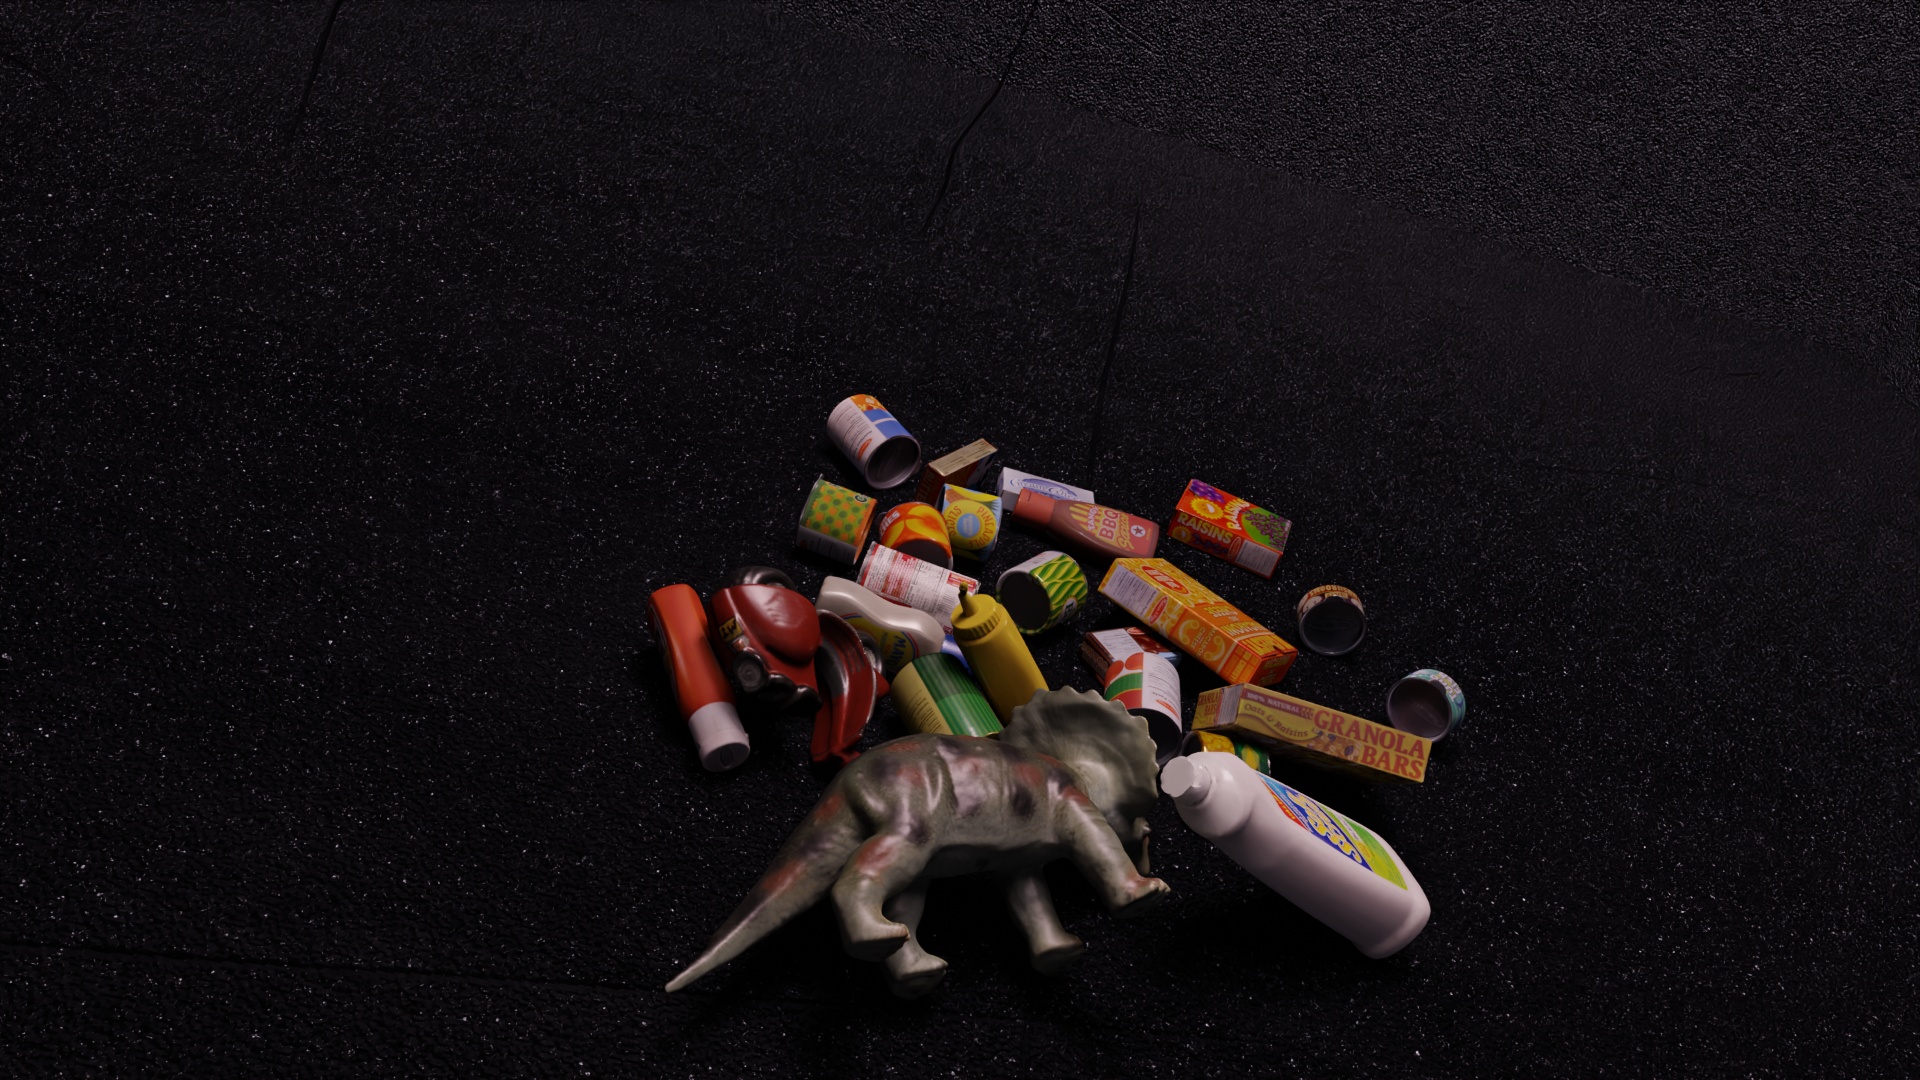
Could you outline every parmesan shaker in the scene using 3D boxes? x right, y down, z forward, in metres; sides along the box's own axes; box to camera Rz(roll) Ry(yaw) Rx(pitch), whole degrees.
[{"bbox_3d":[-0.005,0.142,1.084,0.071,0.071,0.103,0,36,-30],"label":"parmesan shaker"}]

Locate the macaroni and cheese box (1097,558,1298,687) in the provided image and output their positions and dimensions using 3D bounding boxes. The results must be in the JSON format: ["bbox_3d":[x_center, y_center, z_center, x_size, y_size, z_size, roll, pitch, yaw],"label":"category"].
[{"bbox_3d":[0.227,0.076,1.315,0.167,0.040,0.124,35,16,25],"label":"macaroni and cheese box"}]

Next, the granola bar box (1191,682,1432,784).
[{"bbox_3d":[0.293,0.166,1.178,0.166,0.039,0.124,17,-12,-4],"label":"granola bar box"}]

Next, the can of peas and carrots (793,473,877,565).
[{"bbox_3d":[-0.114,-0.019,1.279,0.059,0.070,0.071,21,31,0],"label":"can of peas and carrots"}]

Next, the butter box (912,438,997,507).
[{"bbox_3d":[-0.006,-0.066,1.431,0.024,0.052,0.104,35,35,19],"label":"butter box"}]

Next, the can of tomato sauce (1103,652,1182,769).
[{"bbox_3d":[0.152,0.145,1.176,0.071,0.070,0.083,18,30,-3],"label":"can of tomato sauce"}]

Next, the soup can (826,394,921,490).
[{"bbox_3d":[-0.088,-0.101,1.429,0.071,0.071,0.084,-6,39,-36],"label":"soup can"}]

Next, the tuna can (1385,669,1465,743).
[{"bbox_3d":[0.442,0.155,1.314,0.071,0.070,0.033,39,35,29],"label":"tuna can"}]

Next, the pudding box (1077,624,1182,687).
[{"bbox_3d":[0.156,0.106,1.271,0.084,0.030,0.050,-5,37,-35],"label":"pudding box"}]

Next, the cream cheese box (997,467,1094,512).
[{"bbox_3d":[0.090,-0.043,1.477,0.104,0.024,0.053,15,30,-8],"label":"cream cheese box"}]

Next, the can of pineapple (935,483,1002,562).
[{"bbox_3d":[0.005,-0.017,1.344,0.058,0.070,0.071,14,31,-8],"label":"can of pineapple"}]

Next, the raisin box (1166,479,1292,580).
[{"bbox_3d":[0.297,-0.014,1.531,0.123,0.039,0.086,24,32,9],"label":"raisin box"}]

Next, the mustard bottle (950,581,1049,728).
[{"bbox_3d":[0.028,0.090,1.113,0.049,0.159,0.065,-27,34,2],"label":"mustard bottle"}]

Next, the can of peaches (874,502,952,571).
[{"bbox_3d":[-0.044,0.007,1.281,0.071,0.071,0.058,10,33,-15],"label":"can of peaches"}]

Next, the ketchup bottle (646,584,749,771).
[{"bbox_3d":[-0.197,0.105,1.048,0.043,0.064,0.149,-16,51,-17],"label":"ketchup bottle"}]

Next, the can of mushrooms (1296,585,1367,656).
[{"bbox_3d":[0.374,0.078,1.398,0.071,0.070,0.033,18,29,-2],"label":"can of mushrooms"}]

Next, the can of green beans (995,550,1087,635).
[{"bbox_3d":[0.074,0.049,1.282,0.071,0.071,0.058,35,35,25],"label":"can of green beans"}]

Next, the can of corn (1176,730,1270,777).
[{"bbox_3d":[0.212,0.193,1.130,0.058,0.070,0.071,13,31,-10],"label":"can of corn"}]

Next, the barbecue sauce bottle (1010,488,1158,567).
[{"bbox_3d":[0.127,-0.013,1.428,0.148,0.043,0.065,19,46,0],"label":"barbecue sauce bottle"}]

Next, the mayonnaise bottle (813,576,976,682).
[{"bbox_3d":[-0.054,0.082,1.164,0.148,0.064,0.041,21,29,-5],"label":"mayonnaise bottle"}]
